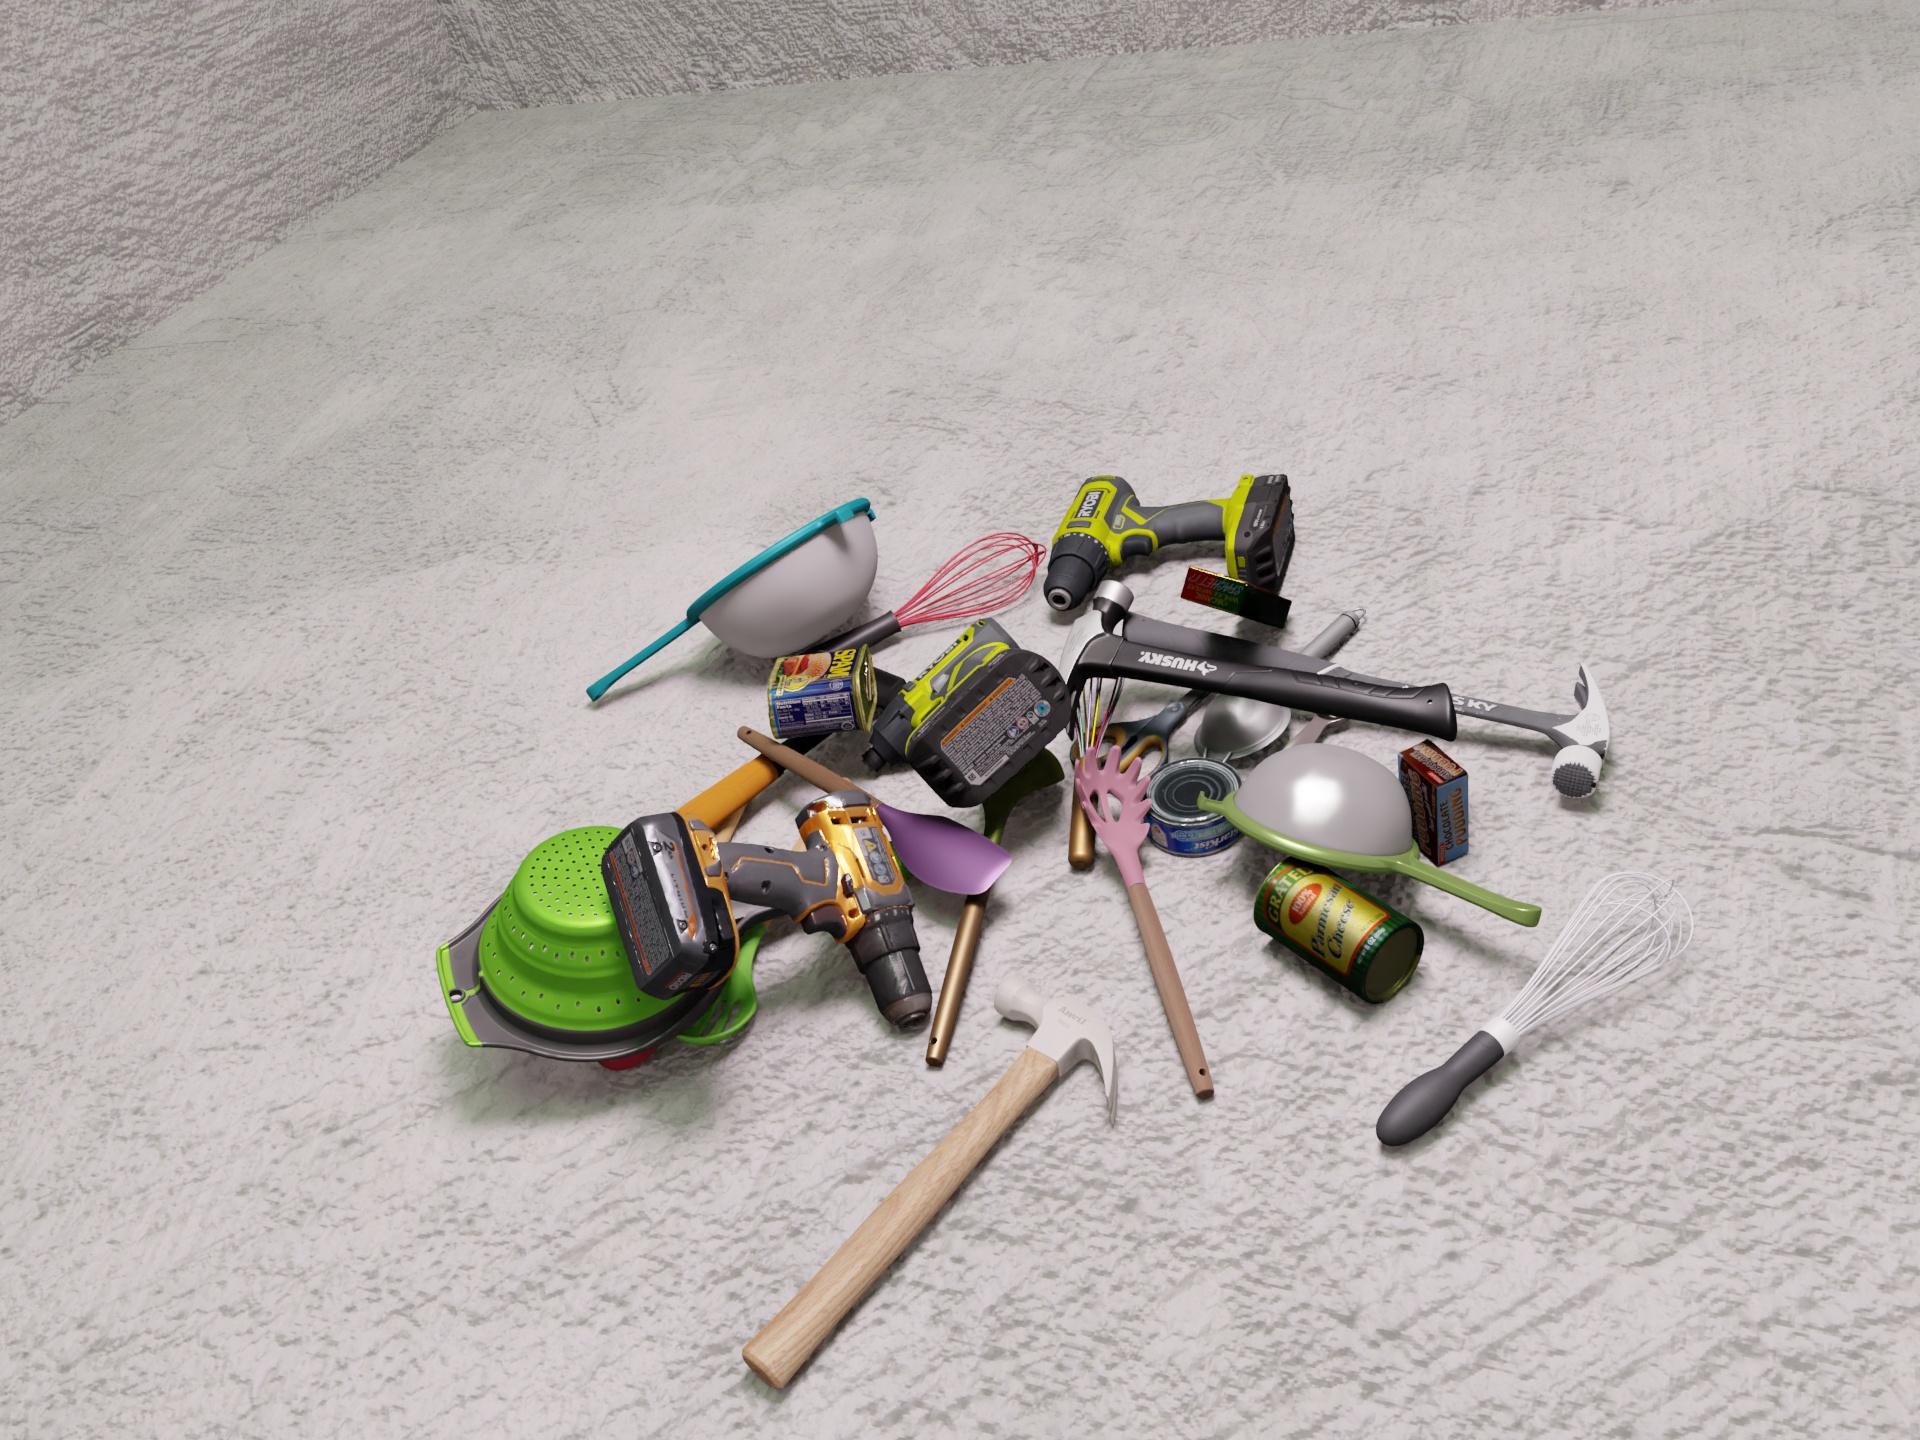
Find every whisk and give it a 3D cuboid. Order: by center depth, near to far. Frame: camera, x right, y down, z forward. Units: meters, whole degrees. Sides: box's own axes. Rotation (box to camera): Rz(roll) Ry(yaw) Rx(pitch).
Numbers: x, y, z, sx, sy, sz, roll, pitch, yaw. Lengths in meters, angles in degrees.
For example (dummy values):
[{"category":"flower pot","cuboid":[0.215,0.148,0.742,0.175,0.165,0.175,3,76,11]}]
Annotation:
[{"category":"whisk","cuboid":[0.379,0.190,1.056,0.284,0.070,0.070,-34,41,-17]},{"category":"whisk","cuboid":[0.109,0.021,1.343,0.047,0.051,0.245,-27,41,37]},{"category":"whisk","cuboid":[-0.046,-0.107,1.565,0.296,0.073,0.073,-28,39,-7]}]

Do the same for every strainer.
[{"category":"strainer","cuboid":[0.310,0.072,1.153,0.151,0.069,0.257,-2,19,-42]},{"category":"strainer","cuboid":[0.281,-0.037,1.386,0.087,0.050,0.258,8,37,47]},{"category":"strainer","cuboid":[-0.209,-0.089,1.563,0.340,0.095,0.211,-34,4,7]}]

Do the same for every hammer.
[{"category":"hammer","cuboid":[-0.014,0.304,1.051,0.130,0.031,0.331,21,50,38]},{"category":"hammer","cuboid":[0.228,-0.026,1.261,0.335,0.035,0.146,12,62,33]},{"category":"hammer","cuboid":[0.325,-0.036,1.321,0.409,0.036,0.149,14,38,21]},{"category":"hammer","cuboid":[-0.185,0.044,1.408,0.127,0.034,0.337,22,45,34]}]

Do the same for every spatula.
[{"category":"spatula","cuboid":[-0.085,0.067,1.315,0.316,0.018,0.060,27,62,38]}]

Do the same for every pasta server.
[{"category":"pasta server","cuboid":[0.140,0.141,1.182,0.060,0.040,0.317,-2,43,-12]}]

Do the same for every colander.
[{"category":"colander","cuboid":[-0.200,0.127,1.222,0.397,0.094,0.205,-15,44,-22]}]

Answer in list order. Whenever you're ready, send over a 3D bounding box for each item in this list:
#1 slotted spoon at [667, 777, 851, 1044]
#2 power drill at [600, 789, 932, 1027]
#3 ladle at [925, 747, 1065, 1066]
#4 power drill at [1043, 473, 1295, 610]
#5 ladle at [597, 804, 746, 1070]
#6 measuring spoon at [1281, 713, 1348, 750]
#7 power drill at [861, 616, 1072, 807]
[{"category":"slotted spoon","cuboid":[-0.152,0.150,1.295,0.070,0.031,0.314,9,41,18]},{"category":"power drill","cuboid":[-0.127,0.145,1.150,0.226,0.084,0.185,-2,60,-42]},{"category":"ladle","cuboid":[0.021,0.138,1.252,0.078,0.062,0.320,-9,43,27]},{"category":"power drill","cuboid":[0.199,-0.172,1.553,0.228,0.080,0.191,1,39,23]},{"category":"ladle","cuboid":[-0.228,0.156,1.313,0.069,0.031,0.316,-1,38,18]},{"category":"measuring spoon","cuboid":[0.288,0.023,1.330,0.034,0.018,0.124,24,58,39]},{"category":"power drill","cuboid":[-0.002,-0.004,1.338,0.171,0.080,0.223,-43,15,-4]}]
